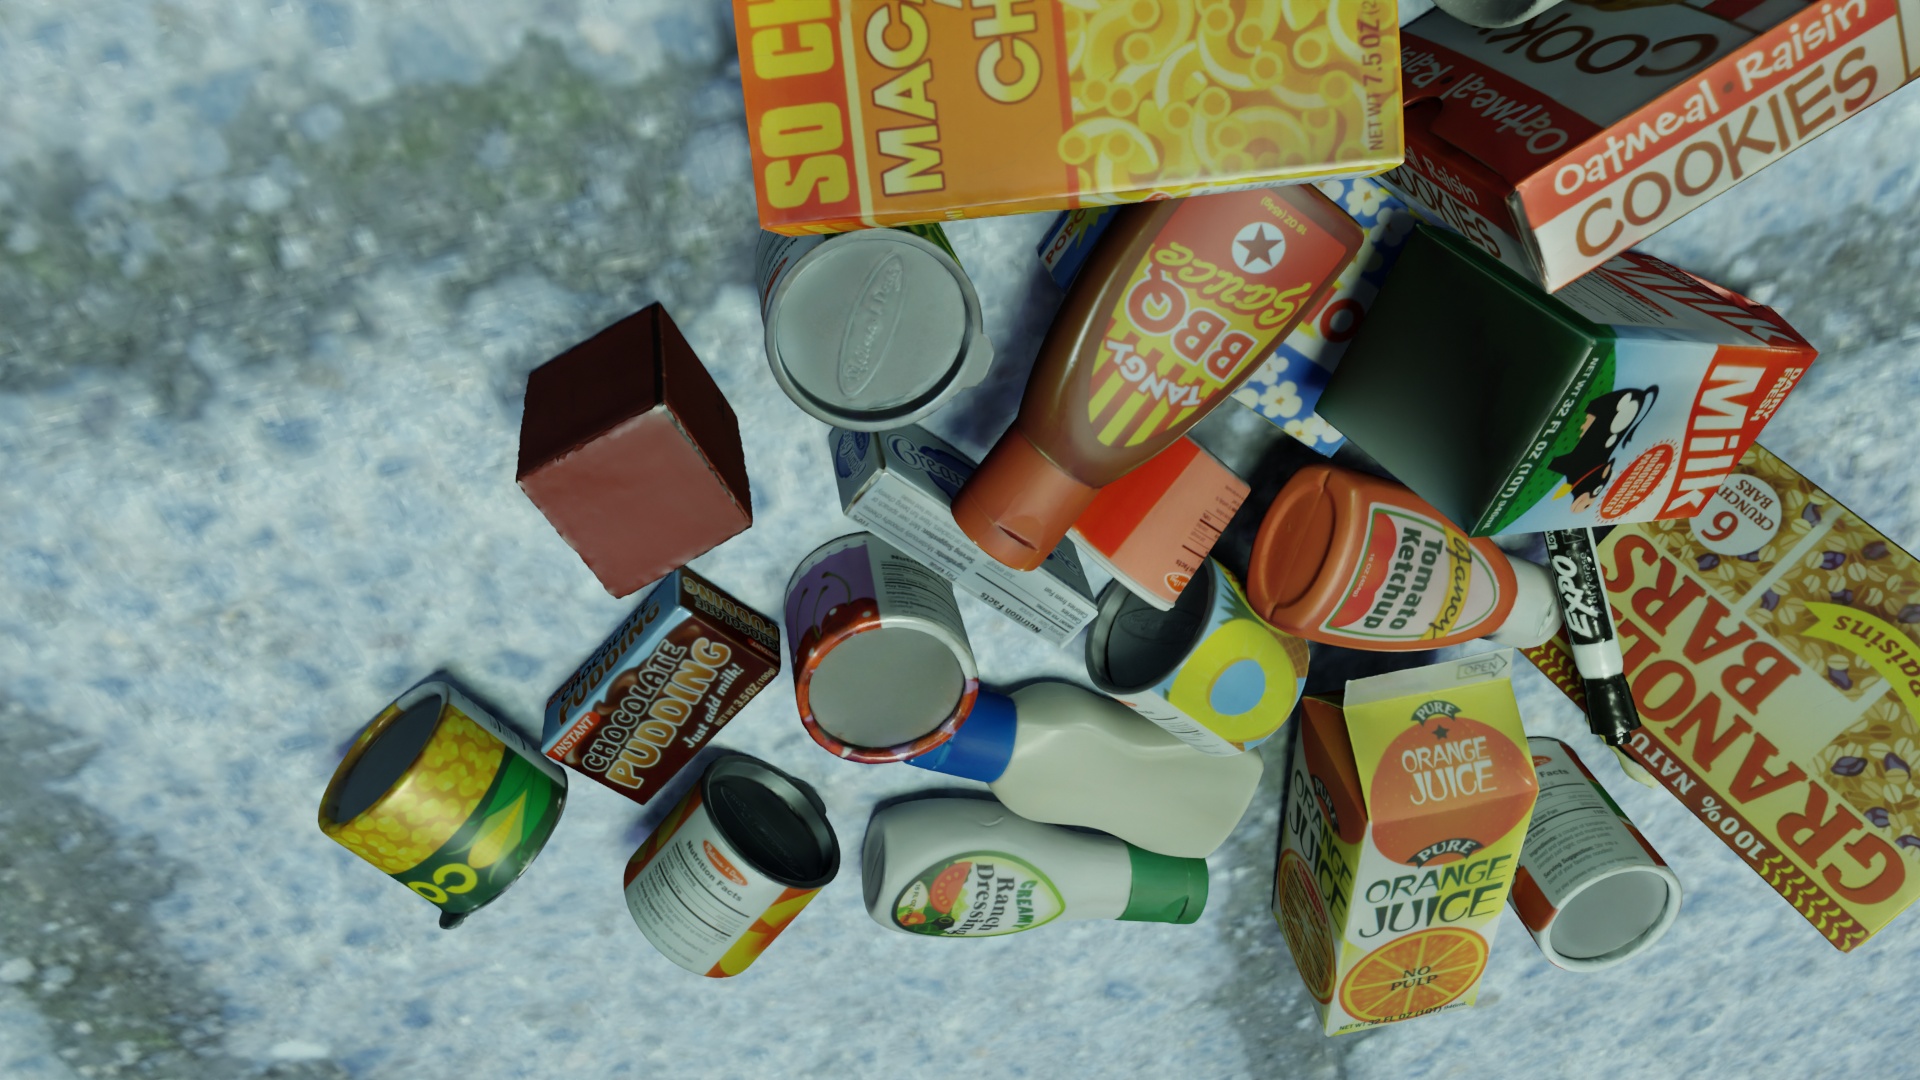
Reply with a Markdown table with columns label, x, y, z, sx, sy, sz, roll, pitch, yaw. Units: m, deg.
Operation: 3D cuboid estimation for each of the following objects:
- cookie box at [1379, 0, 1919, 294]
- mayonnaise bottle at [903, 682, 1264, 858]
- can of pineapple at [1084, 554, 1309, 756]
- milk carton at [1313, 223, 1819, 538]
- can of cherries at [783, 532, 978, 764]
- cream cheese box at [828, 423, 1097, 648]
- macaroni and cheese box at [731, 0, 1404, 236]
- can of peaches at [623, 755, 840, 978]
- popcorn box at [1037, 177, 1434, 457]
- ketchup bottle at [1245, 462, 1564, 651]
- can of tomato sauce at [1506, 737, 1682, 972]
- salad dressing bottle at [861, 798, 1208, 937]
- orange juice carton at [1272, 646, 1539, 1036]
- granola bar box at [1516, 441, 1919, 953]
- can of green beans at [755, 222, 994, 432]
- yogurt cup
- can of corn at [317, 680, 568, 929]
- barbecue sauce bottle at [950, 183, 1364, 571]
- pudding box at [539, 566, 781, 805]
| label | x | y | z | sx | sy | sz | roll | pitch | yaw |
| --- | --- | --- | --- | --- | --- | --- | --- | --- | --- |
| cookie box | 0.209 | -0.152 | 0.408 | 0.167 | 0.123 | 0.040 | -31 | 122 | 8 |
| mayonnaise bottle | 0.048 | 0.089 | 0.572 | 0.148 | 0.041 | 0.064 | 16 | 116 | -20 |
| can of pineapple | 0.092 | 0.041 | 0.537 | 0.058 | 0.071 | 0.071 | 34 | 109 | -28 |
| milk carton | 0.221 | -0.054 | 0.479 | 0.191 | 0.074 | 0.072 | -5 | 130 | -37 |
| can of cherries | -0.032 | 0.041 | 0.514 | 0.071 | 0.058 | 0.071 | -6 | 122 | -9 |
| cream cheese box | 0.002 | -0.006 | 0.495 | 0.103 | 0.053 | 0.024 | 33 | 112 | -27 |
| macaroni and cheese box | 0.025 | -0.150 | 0.366 | 0.166 | 0.040 | 0.123 | -5 | 98 | 6 |
| can of peaches | -0.090 | 0.129 | 0.553 | 0.071 | 0.071 | 0.058 | 32 | 110 | -27 |
| popcorn box | 0.101 | -0.095 | 0.471 | 0.126 | 0.038 | 0.085 | 27 | 111 | -25 |
| ketchup bottle | 0.177 | 0.014 | 0.535 | 0.149 | 0.043 | 0.064 | 12 | 103 | -36 |
| can of tomato sauce | 0.272 | 0.142 | 0.627 | 0.071 | 0.083 | 0.070 | -5 | 122 | -9 |
| salad dressing bottle | 0.034 | 0.144 | 0.600 | 0.148 | 0.044 | 0.064 | 7 | 121 | -16 |
| orange juice carton | 0.186 | 0.122 | 0.593 | 0.072 | 0.073 | 0.191 | -9 | 128 | -7 |
| granola bar box | 0.320 | 0.052 | 0.535 | 0.039 | 0.166 | 0.123 | 12 | 122 | -47 |
| can of green beans | -0.031 | -0.077 | 0.441 | 0.071 | 0.058 | 0.071 | -6 | 122 | -9 |
| yogurt cup | 0.066 | -0.016 | 0.498 | 0.072 | 0.072 | 0.054 | 35 | 101 | -28 |
| can of corn | -0.189 | 0.096 | 0.506 | 0.071 | 0.071 | 0.058 | -36 | 121 | 11 |
| barbecue sauce bottle | 0.054 | -0.056 | 0.434 | 0.065 | 0.044 | 0.148 | 31 | 111 | -20 |
| pudding box | -0.113 | 0.055 | 0.522 | 0.049 | 0.030 | 0.083 | 38 | 107 | -28 |
